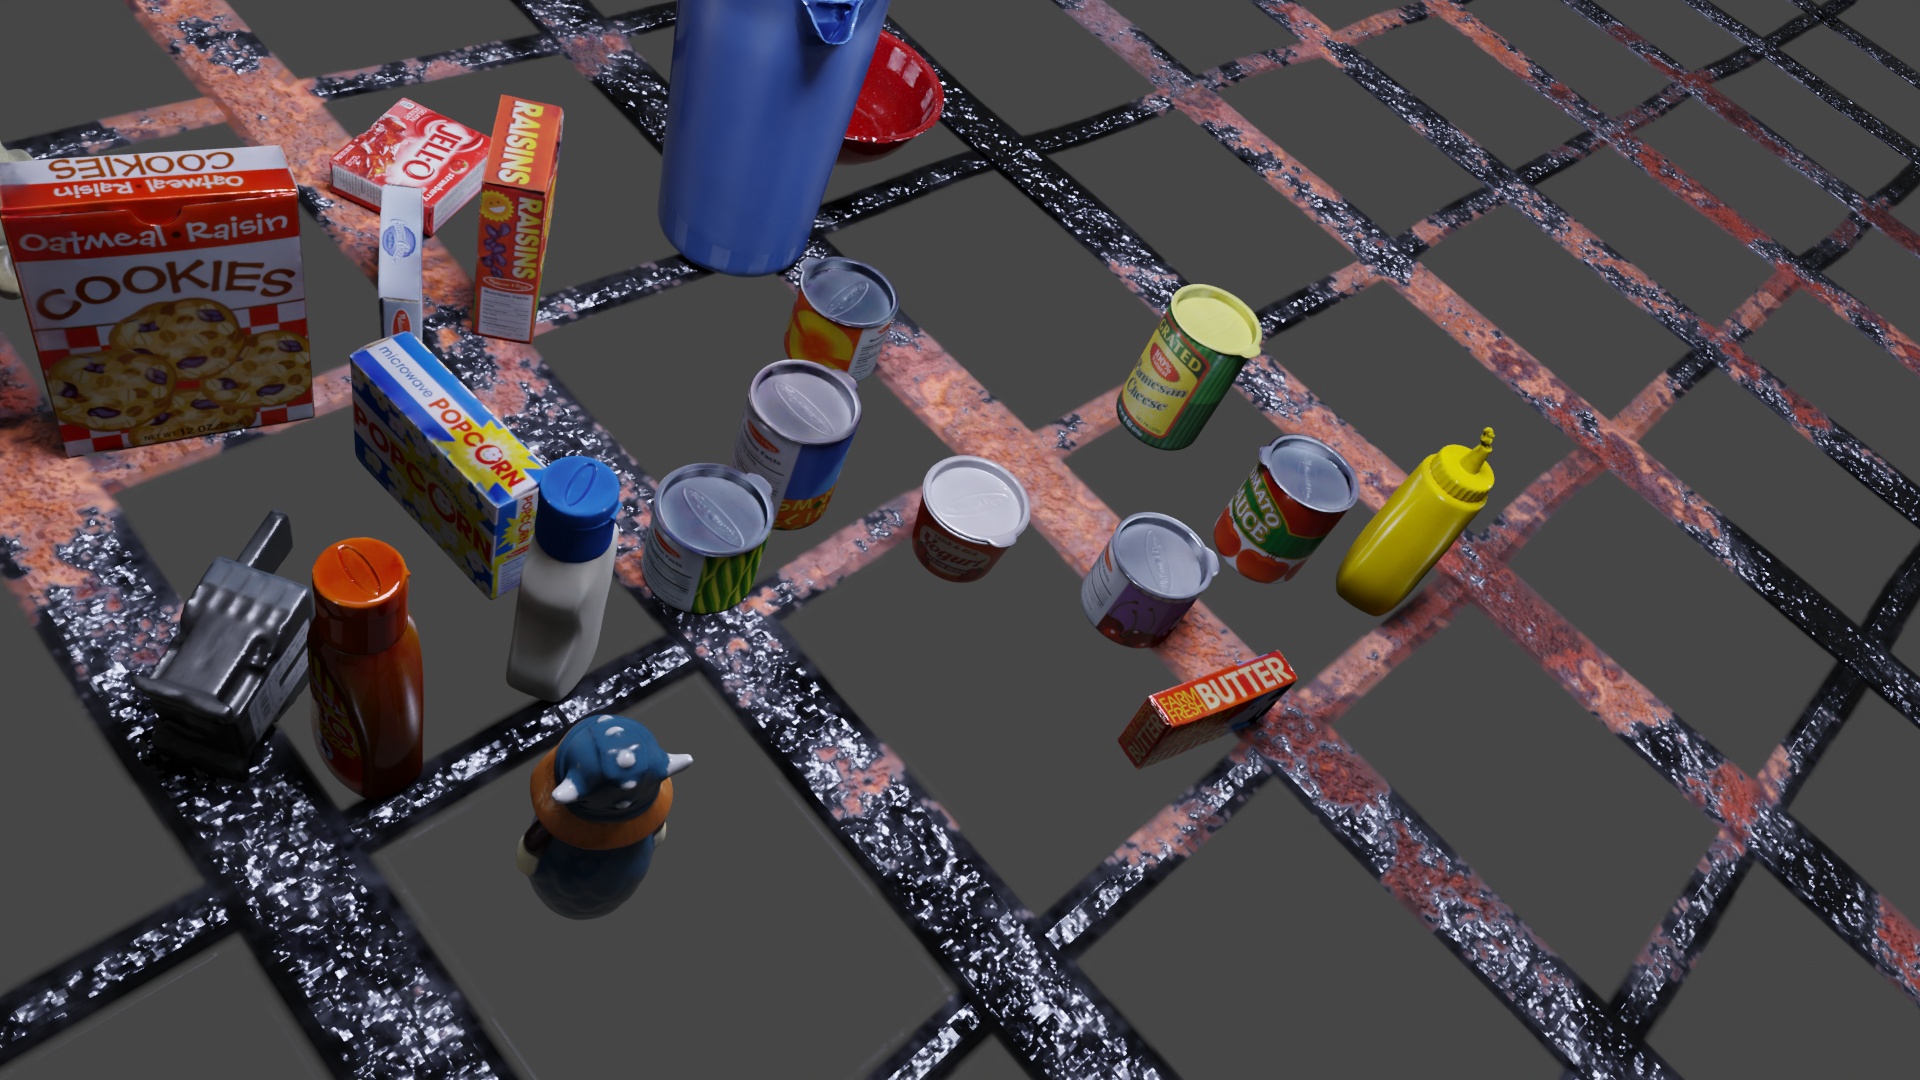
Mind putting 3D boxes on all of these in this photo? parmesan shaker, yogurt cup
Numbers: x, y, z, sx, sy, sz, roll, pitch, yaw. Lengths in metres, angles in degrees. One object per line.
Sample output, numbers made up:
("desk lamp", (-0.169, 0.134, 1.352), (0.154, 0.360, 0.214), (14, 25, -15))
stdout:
("parmesan shaker", (0.160, -0.117, 0.973), (0.071, 0.102, 0.072), (11, 49, -13))
("yogurt cup", (0.003, -0.011, 0.856), (0.072, 0.053, 0.073), (11, 49, -13))

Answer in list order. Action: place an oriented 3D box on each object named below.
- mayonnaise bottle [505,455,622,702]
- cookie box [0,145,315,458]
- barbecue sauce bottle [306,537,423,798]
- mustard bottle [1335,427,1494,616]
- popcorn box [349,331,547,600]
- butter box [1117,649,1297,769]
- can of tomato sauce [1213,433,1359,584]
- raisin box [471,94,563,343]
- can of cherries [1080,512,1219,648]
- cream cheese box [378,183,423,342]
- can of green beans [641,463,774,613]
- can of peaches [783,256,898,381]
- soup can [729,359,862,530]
("mayonnaise bottle", (-0.196, 0.018, 0.689), (0.041, 0.147, 0.065), (21, 48, -5))
("cookie box", (-0.401, -0.119, 0.706), (0.123, 0.166, 0.040), (-15, 59, -31))
("barbecue sauce bottle", (-0.269, 0.056, 0.627), (0.044, 0.147, 0.065), (-28, 67, -36))
("mustard bottle", (0.304, -0.016, 0.909), (0.049, 0.159, 0.066), (33, 48, 6))
("popcorn box", (-0.275, -0.040, 0.747), (0.127, 0.084, 0.038), (42, 50, 14))
("butter box", (0.147, 0.100, 0.823), (0.104, 0.052, 0.024), (-15, 59, -31))
("can of tomato sauce", (0.214, -0.020, 0.929), (0.071, 0.082, 0.071), (11, 49, -13))
("raisin box", (-0.271, -0.195, 0.850), (0.040, 0.122, 0.086), (8, 50, -16))
("can of cherries", (0.118, 0.026, 0.868), (0.071, 0.058, 0.072), (11, 49, -13))
("cream cheese box", (-0.339, -0.162, 0.843), (0.024, 0.053, 0.104), (1, 52, -22))
("can of green beans", (-0.144, -0.001, 0.786), (0.071, 0.057, 0.071), (11, 49, -13))
("can of peaches", (-0.083, -0.148, 0.931), (0.071, 0.057, 0.071), (11, 49, -13))
("soup can", (-0.099, -0.057, 0.833), (0.071, 0.083, 0.072), (11, 49, -13))
